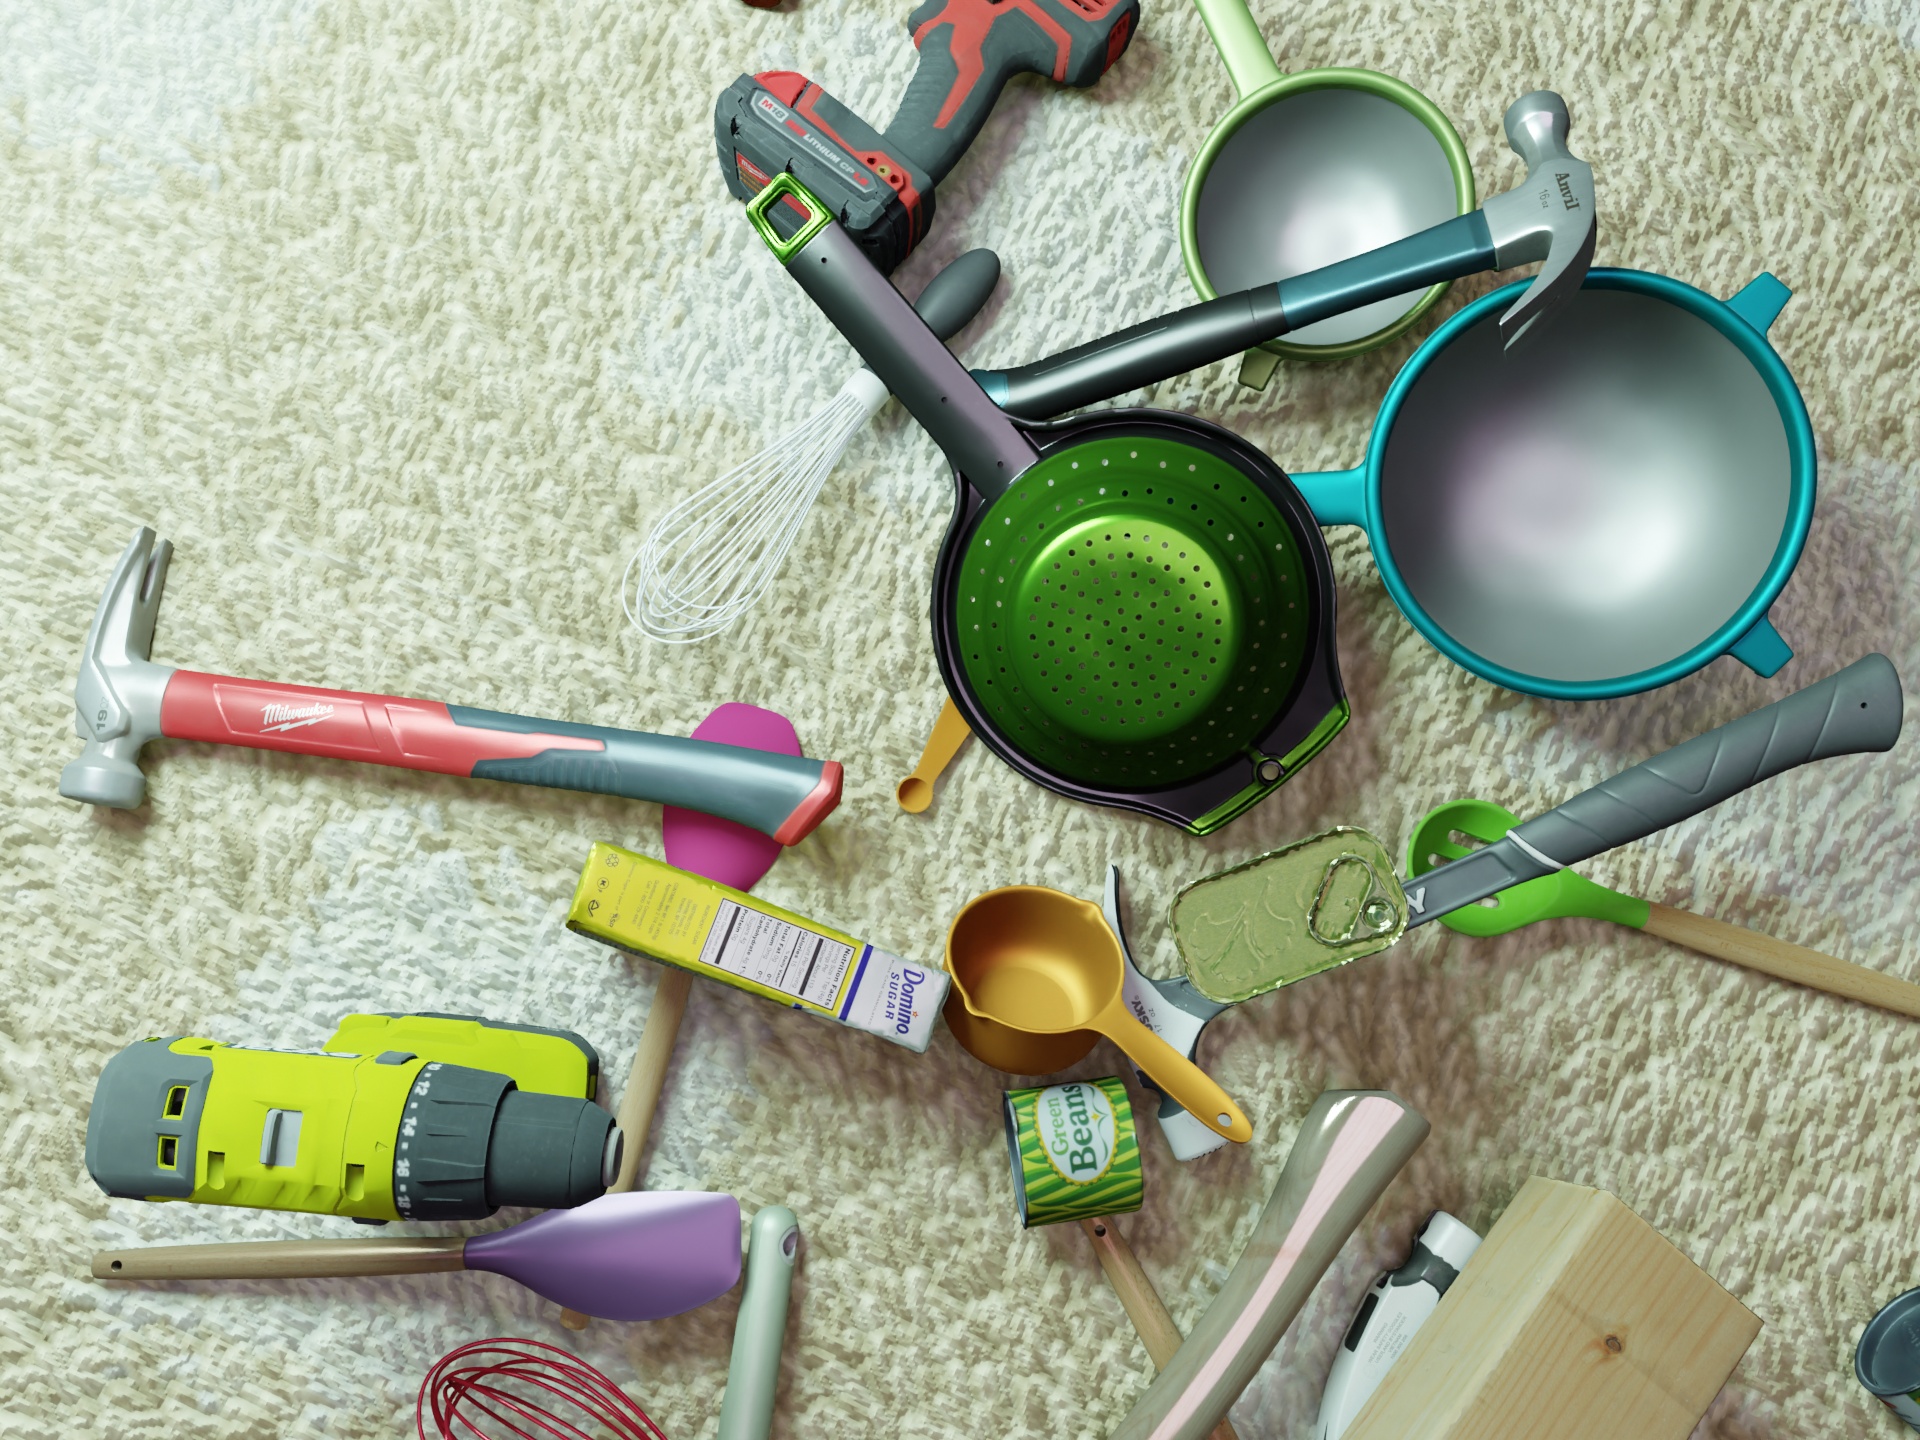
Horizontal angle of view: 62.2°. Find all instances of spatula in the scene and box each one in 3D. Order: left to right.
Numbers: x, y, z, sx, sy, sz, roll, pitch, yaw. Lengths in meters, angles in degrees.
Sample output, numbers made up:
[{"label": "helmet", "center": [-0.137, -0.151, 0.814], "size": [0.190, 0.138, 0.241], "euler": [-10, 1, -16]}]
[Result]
[{"label": "spatula", "center": [-0.262, 0.260, 0.766], "size": [0.316, 0.018, 0.060], "euler": [-2, 78, 2]}, {"label": "spatula", "center": [0.142, 0.374, 0.762], "size": [0.082, 0.044, 0.317], "euler": [-30, 82, -2]}]

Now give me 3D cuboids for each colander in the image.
[{"label": "colander", "center": [0.027, -0.110, 0.765], "size": [0.204, 0.094, 0.397], "euler": [-41, 91, 12]}]

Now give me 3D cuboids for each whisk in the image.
[{"label": "whisk", "center": [-0.107, 0.361, 0.704], "size": [0.296, 0.073, 0.073], "euler": [29, 81, -1]}, {"label": "whisk", "center": [-0.106, 0.358, 0.755], "size": [0.059, 0.057, 0.246], "euler": [1, 74, 25]}, {"label": "whisk", "center": [-0.070, -0.149, 0.838], "size": [0.070, 0.070, 0.284], "euler": [40, 77, 4]}]

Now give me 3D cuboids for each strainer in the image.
[{"label": "strainer", "center": [0.174, -0.312, 0.857], "size": [0.151, 0.069, 0.256], "euler": [-26, 86, 14]}, {"label": "strainer", "center": [0.249, -0.116, 0.829], "size": [0.340, 0.095, 0.211], "euler": [-2, 94, 11]}]

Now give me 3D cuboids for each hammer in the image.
[{"label": "hammer", "center": [-0.249, -0.005, 0.803], "size": [0.386, 0.038, 0.143], "euler": [7, 79, 2]}, {"label": "hammer", "center": [0.093, 0.349, 0.744], "size": [0.146, 0.038, 0.410], "euler": [38, 85, 11]}, {"label": "hammer", "center": [0.150, -0.205, 0.803], "size": [0.331, 0.033, 0.128], "euler": [-15, 63, 19]}, {"label": "hammer", "center": [0.260, 0.068, 0.781], "size": [0.409, 0.036, 0.149], "euler": [-26, 79, 7]}, {"label": "hammer", "center": [0.325, 0.399, 0.770], "size": [0.335, 0.035, 0.146], "euler": [37, 80, 4]}]

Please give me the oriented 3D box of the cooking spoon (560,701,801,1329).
[{"label": "cooking spoon", "center": [-0.147, 0.144, 0.801], "size": [0.069, 0.017, 0.319], "euler": [15, 80, 0]}]

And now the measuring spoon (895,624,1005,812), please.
[{"label": "measuring spoon", "center": [-0.001, -0.003, 0.838], "size": [0.021, 0.011, 0.117], "euler": [31, 77, -8]}]

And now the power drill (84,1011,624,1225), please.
[{"label": "power drill", "center": [-0.229, 0.172, 0.687], "size": [0.190, 0.228, 0.080], "euler": [5, 81, -1]}]

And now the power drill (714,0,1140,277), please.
[{"label": "power drill", "center": [-0.036, -0.369, 0.865], "size": [0.188, 0.080, 0.227], "euler": [40, 78, 4]}]

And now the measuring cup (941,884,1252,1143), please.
[{"label": "measuring cup", "center": [0.064, 0.154, 0.764], "size": [0.174, 0.052, 0.095], "euler": [38, 51, 22]}]

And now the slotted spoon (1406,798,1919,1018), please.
[{"label": "slotted spoon", "center": [0.377, 0.110, 0.824], "size": [0.313, 0.031, 0.070], "euler": [17, 80, -1]}]
